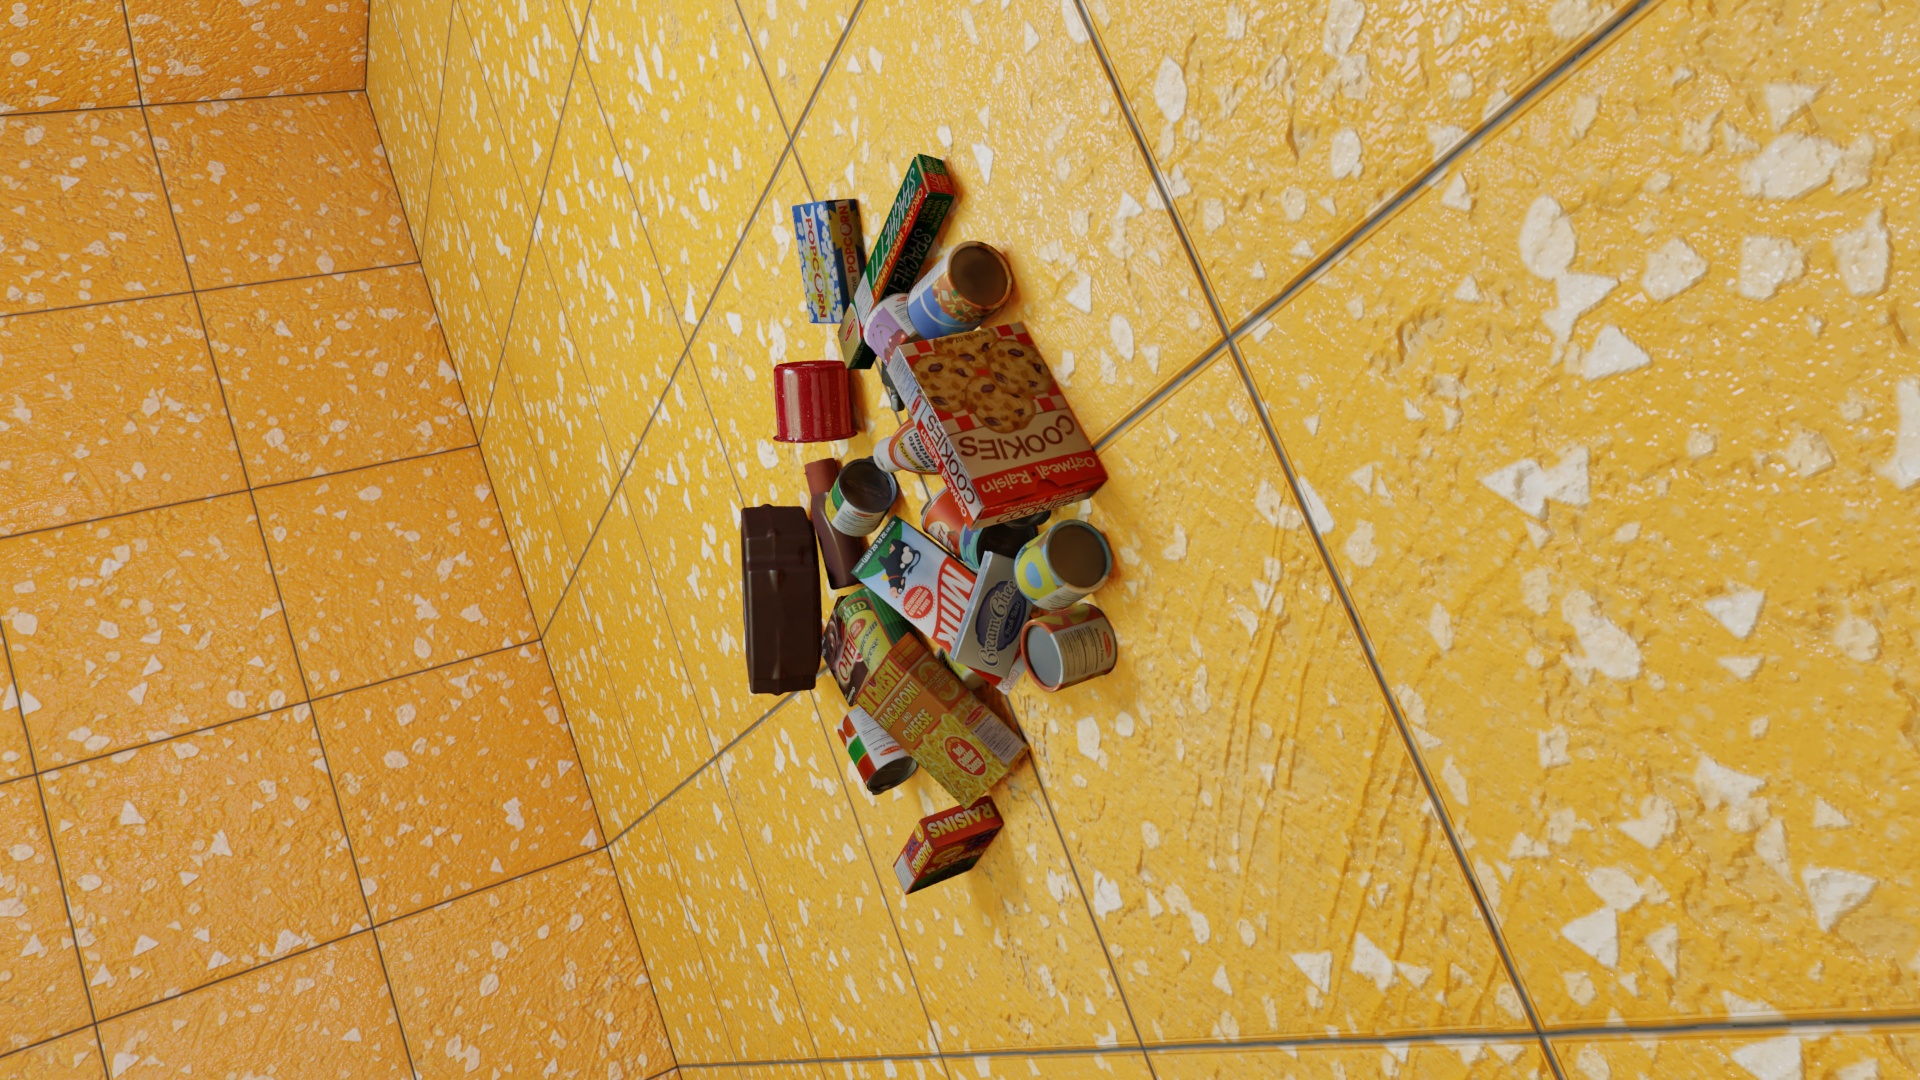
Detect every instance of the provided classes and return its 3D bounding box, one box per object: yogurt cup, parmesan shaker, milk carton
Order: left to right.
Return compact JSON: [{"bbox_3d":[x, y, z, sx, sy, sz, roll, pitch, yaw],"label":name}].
[{"bbox_3d":[-0.081,0.104,1.515,0.103,0.071,0.071,60,148,25],"label":"parmesan shaker"},{"bbox_3d":[-0.004,0.062,1.299,0.191,0.073,0.072,37,91,29],"label":"milk carton"},{"bbox_3d":[0.005,-0.016,1.309,0.054,0.073,0.072,47,141,28],"label":"yogurt cup"}]

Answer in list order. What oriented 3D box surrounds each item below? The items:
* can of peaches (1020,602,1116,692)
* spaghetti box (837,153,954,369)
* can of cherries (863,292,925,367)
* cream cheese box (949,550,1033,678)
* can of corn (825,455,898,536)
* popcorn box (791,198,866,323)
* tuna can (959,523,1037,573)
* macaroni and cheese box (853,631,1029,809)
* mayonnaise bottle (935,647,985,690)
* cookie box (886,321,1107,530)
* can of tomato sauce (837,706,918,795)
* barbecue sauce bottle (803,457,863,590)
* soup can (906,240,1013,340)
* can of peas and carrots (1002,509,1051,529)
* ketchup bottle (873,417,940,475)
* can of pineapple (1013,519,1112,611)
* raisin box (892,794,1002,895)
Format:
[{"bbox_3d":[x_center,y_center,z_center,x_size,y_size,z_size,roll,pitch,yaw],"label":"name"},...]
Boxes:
[{"bbox_3d":[0.092,0.094,1.210,0.071,0.058,0.071,34,131,50],"label":"can of peaches"},{"bbox_3d":[-0.066,-0.260,1.329,0.248,0.029,0.050,-57,42,49],"label":"spaghetti box"},{"bbox_3d":[-0.050,-0.190,1.320,0.058,0.072,0.071,50,143,35],"label":"can of cherries"},{"bbox_3d":[0.032,0.065,1.228,0.024,0.053,0.103,-152,80,-78],"label":"cream cheese box"},{"bbox_3d":[-0.106,-0.047,1.489,0.071,0.071,0.058,65,150,18],"label":"can of corn"},{"bbox_3d":[-0.134,-0.290,1.450,0.085,0.038,0.126,16,117,59],"label":"popcorn box"},{"bbox_3d":[0.034,0.005,1.261,0.033,0.071,0.071,21,121,57],"label":"tuna can"},{"bbox_3d":[-0.023,0.185,1.410,0.166,0.040,0.123,43,144,6],"label":"macaroni and cheese box"},{"bbox_3d":[0.005,0.120,1.395,0.065,0.041,0.147,59,147,21],"label":"mayonnaise bottle"},{"bbox_3d":[0.030,-0.099,1.161,0.168,0.123,0.040,63,150,21],"label":"cookie box"},{"bbox_3d":[-0.097,0.239,1.604,0.083,0.071,0.070,56,146,32],"label":"can of tomato sauce"},{"bbox_3d":[-0.145,-0.019,1.591,0.064,0.044,0.148,-16,89,67],"label":"barbecue sauce bottle"},{"bbox_3d":[0.001,-0.214,1.220,0.083,0.071,0.071,-30,77,60],"label":"soup can"},{"bbox_3d":[0.046,-0.051,1.219,0.059,0.071,0.070,42,137,46],"label":"can of peas and carrots"},{"bbox_3d":[-0.039,-0.093,1.366,0.064,0.044,0.148,58,154,-12],"label":"ketchup bottle"},{"bbox_3d":[0.086,0.019,1.177,0.057,0.071,0.071,-37,71,59],"label":"can of pineapple"},{"bbox_3d":[-0.015,0.325,1.480,0.040,0.086,0.122,61,148,27],"label":"raisin box"}]
